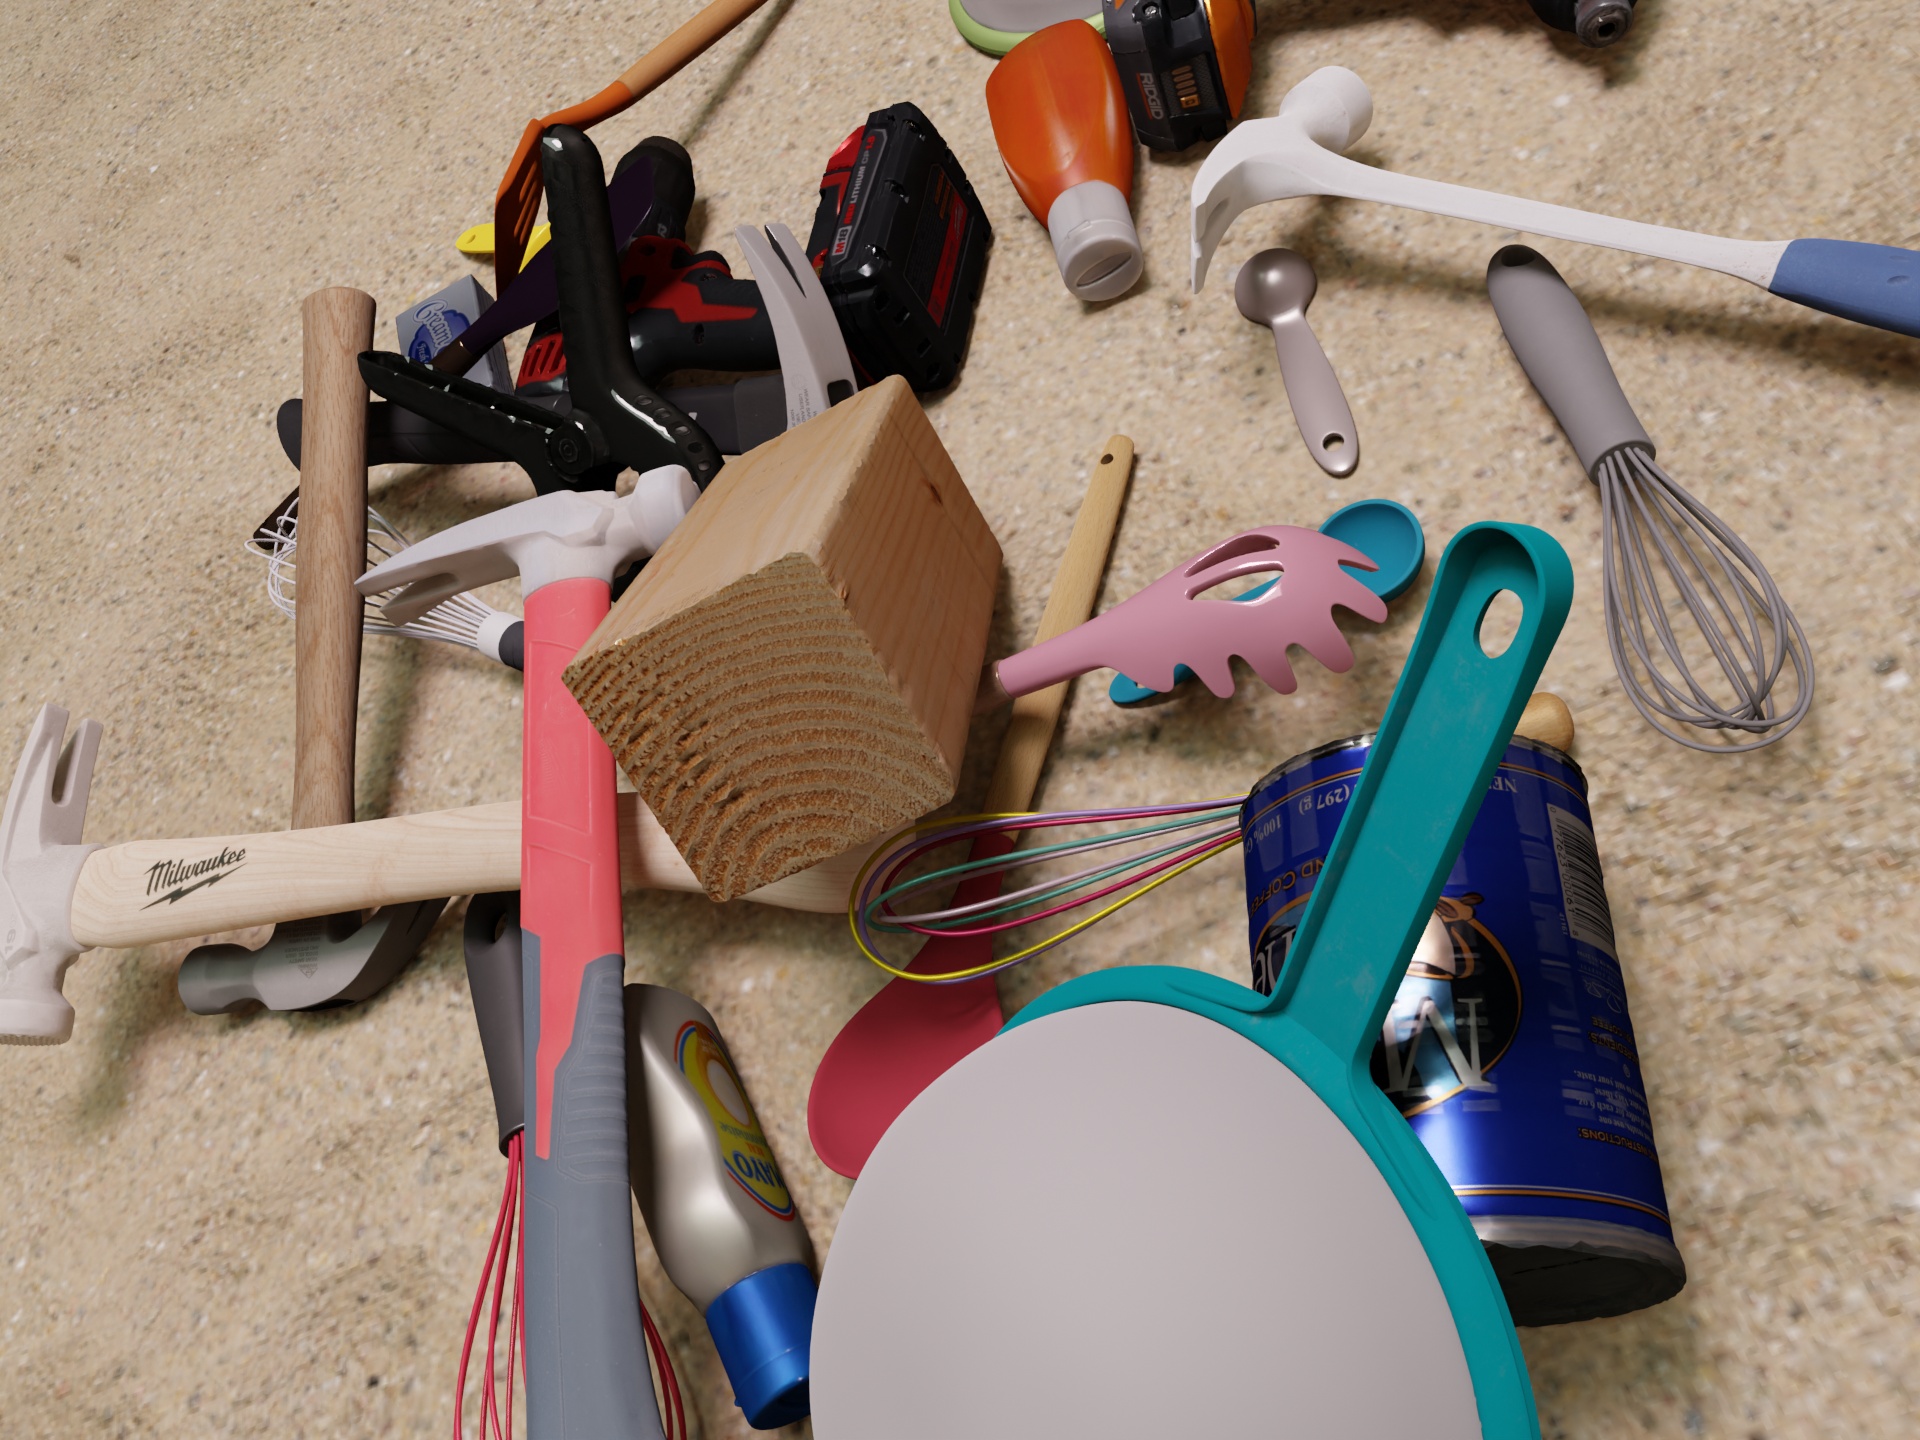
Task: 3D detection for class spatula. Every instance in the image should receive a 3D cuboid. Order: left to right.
[{"bbox_3d":[-0.262,-0.173,0.801,0.316,0.018,0.060,-32,50,26],"label":"spatula"},{"bbox_3d":[-0.161,-0.346,0.862,0.041,0.081,0.323,35,60,4],"label":"spatula"}]

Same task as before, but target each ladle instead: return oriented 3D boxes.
[{"bbox_3d":[0.019,0.020,0.590,0.069,0.031,0.316,4,61,31],"label":"ladle"}]

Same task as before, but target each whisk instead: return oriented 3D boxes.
[{"bbox_3d":[-0.234,-0.046,0.742,0.285,0.070,0.070,22,72,29],"label":"whisk"},{"bbox_3d":[-0.150,0.167,0.569,0.073,0.073,0.296,-32,46,6],"label":"whisk"},{"bbox_3d":[0.079,0.031,0.523,0.245,0.051,0.047,-17,50,3],"label":"whisk"},{"bbox_3d":[0.223,-0.087,0.544,0.055,0.055,0.239,-20,50,15],"label":"whisk"}]

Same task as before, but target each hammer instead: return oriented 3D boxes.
[{"bbox_3d":[-0.281,-0.038,0.713,0.130,0.031,0.331,-7,77,19],"label":"hammer"},{"bbox_3d":[-0.216,0.046,0.633,0.410,0.038,0.146,-6,70,17],"label":"hammer"},{"bbox_3d":[-0.145,0.080,0.539,0.143,0.038,0.387,-16,56,9],"label":"hammer"},{"bbox_3d":[-0.192,-0.140,0.730,0.335,0.146,0.035,4,19,29],"label":"hammer"},{"bbox_3d":[0.265,-0.152,0.538,0.406,0.035,0.144,24,51,30],"label":"hammer"}]

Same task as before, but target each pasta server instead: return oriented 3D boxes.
[{"bbox_3d":[-0.001,-0.002,0.588,0.316,0.040,0.060,-21,47,27],"label":"pasta server"}]

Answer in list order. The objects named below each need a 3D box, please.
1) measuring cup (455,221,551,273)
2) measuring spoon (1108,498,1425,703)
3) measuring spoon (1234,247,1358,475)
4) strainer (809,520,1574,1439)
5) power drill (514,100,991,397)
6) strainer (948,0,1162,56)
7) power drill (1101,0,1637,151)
[{"bbox_3d":[-0.242,-0.263,0.900,0.157,0.029,0.062,20,71,46],"label":"measuring cup"},{"bbox_3d":[0.113,-0.037,0.588,0.128,0.021,0.042,-30,53,19],"label":"measuring spoon"},{"bbox_3d":[0.136,-0.148,0.638,0.034,0.018,0.124,-20,55,14],"label":"measuring spoon"},{"bbox_3d":[0.042,0.113,0.365,0.211,0.095,0.340,40,120,45],"label":"strainer"},{"bbox_3d":[-0.104,-0.226,0.772,0.227,0.080,0.188,-4,60,28],"label":"power drill"},{"bbox_3d":[0.018,-0.442,0.844,0.257,0.069,0.151,36,81,36],"label":"strainer"},{"bbox_3d":[0.178,-0.328,0.690,0.226,0.084,0.164,-11,58,16],"label":"power drill"}]
